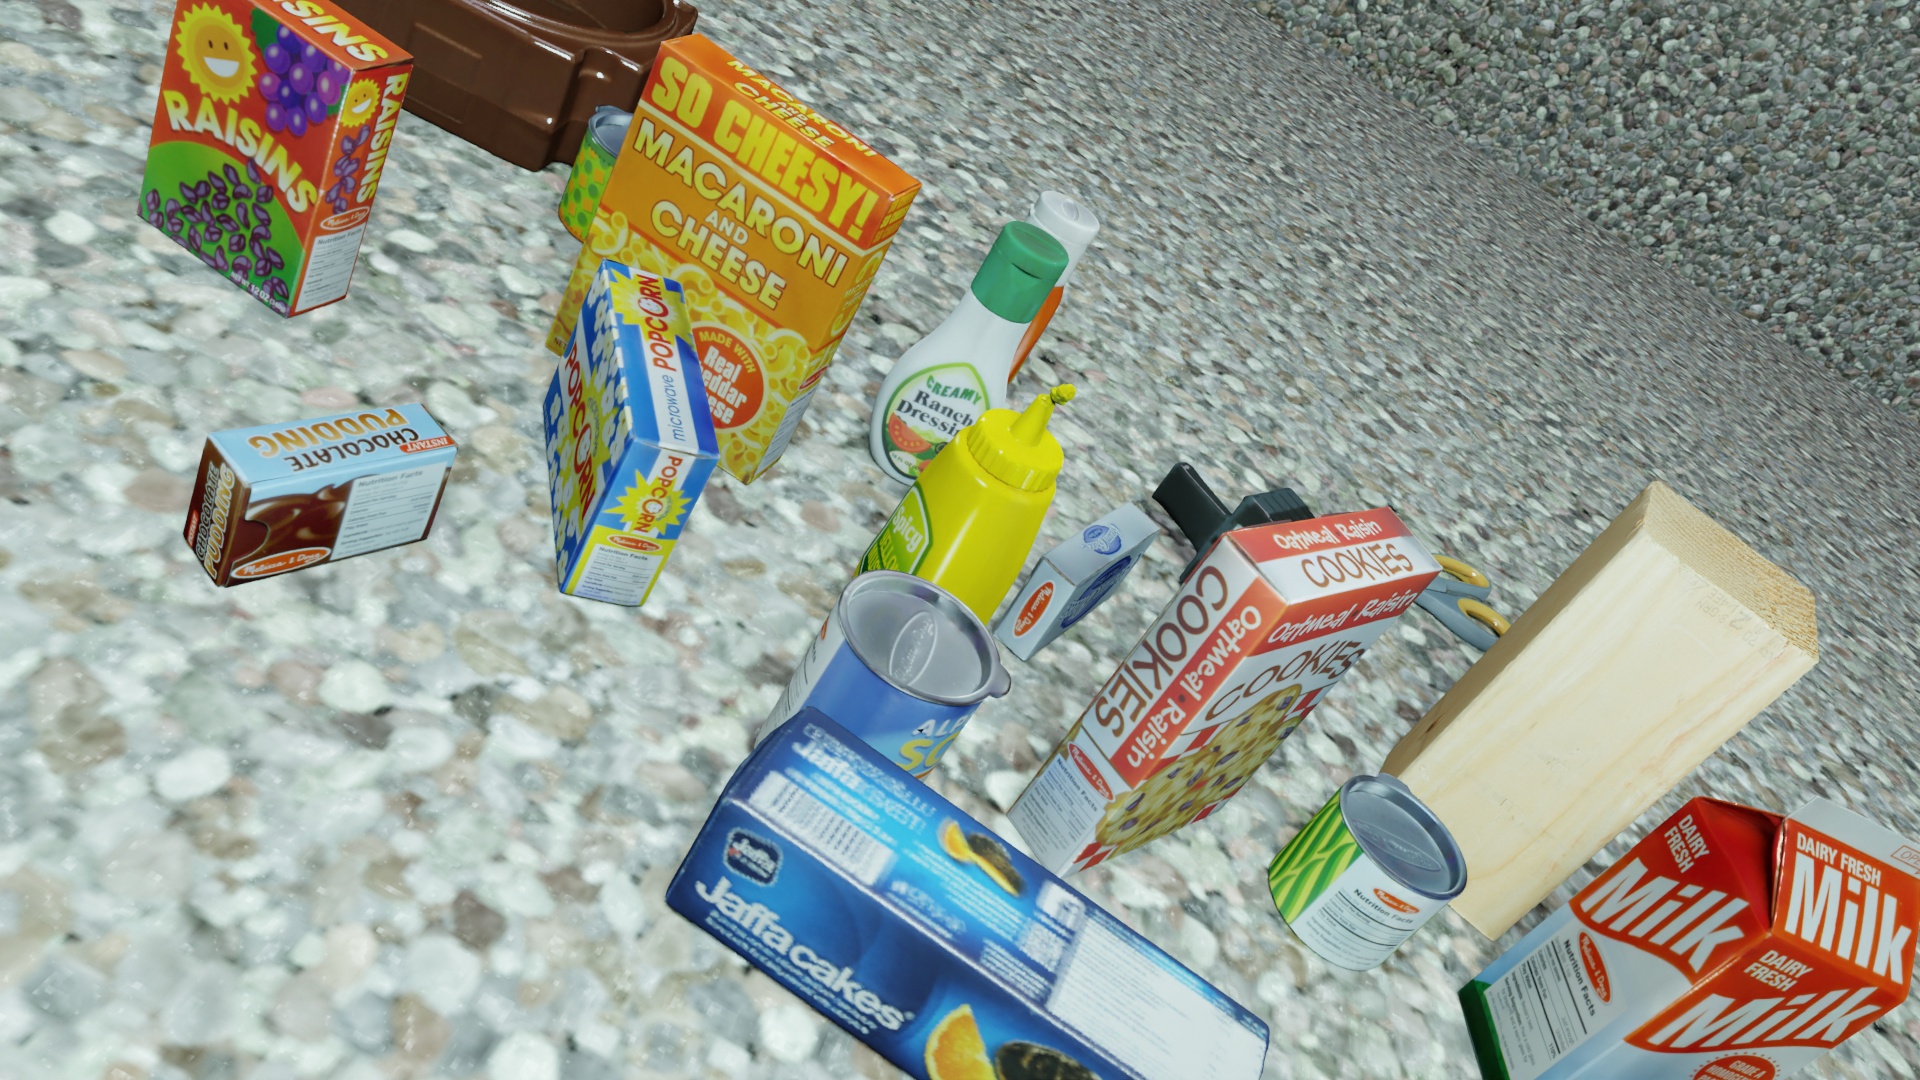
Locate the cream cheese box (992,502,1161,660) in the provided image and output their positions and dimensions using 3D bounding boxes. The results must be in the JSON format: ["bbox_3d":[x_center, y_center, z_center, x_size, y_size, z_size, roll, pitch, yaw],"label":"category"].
[{"bbox_3d":[0.059,0.019,0.698,0.024,0.053,0.104,41,33,14],"label":"cream cheese box"}]

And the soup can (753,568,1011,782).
[{"bbox_3d":[-0.031,0.065,0.529,0.071,0.083,0.072,23,33,-16],"label":"soup can"}]

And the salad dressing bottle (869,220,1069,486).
[{"bbox_3d":[0.004,-0.094,0.714,0.064,0.147,0.044,26,32,-10],"label":"salad dressing bottle"}]

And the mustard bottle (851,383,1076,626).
[{"bbox_3d":[0.002,-0.007,0.584,0.049,0.159,0.065,13,37,-28],"label":"mustard bottle"}]

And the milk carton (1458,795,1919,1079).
[{"bbox_3d":[0.301,0.174,0.566,0.072,0.189,0.074,24,33,-13],"label":"milk carton"}]

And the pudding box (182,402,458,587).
[{"bbox_3d":[-0.230,-0.018,0.503,0.030,0.049,0.084,44,34,18],"label":"pudding box"}]

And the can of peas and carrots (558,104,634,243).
[{"bbox_3d":[-0.186,-0.198,0.775,0.071,0.058,0.071,23,33,-16],"label":"can of peas and carrots"}]

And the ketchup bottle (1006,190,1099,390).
[{"bbox_3d":[0.024,-0.121,0.767,0.043,0.148,0.065,24,33,-13],"label":"ketchup bottle"}]

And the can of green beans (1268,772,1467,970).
[{"bbox_3d":[0.181,0.149,0.623,0.071,0.057,0.071,23,33,-16],"label":"can of green beans"}]

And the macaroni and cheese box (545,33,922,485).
[{"bbox_3d":[-0.109,-0.127,0.644,0.124,0.165,0.040,34,32,3],"label":"macaroni and cheese box"}]

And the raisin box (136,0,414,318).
[{"bbox_3d":[-0.290,-0.170,0.586,0.086,0.122,0.040,35,32,4],"label":"raisin box"}]

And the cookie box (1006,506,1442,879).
[{"bbox_3d":[0.108,0.061,0.576,0.123,0.166,0.040,-8,50,-46],"label":"cookie box"}]

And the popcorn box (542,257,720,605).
[{"bbox_3d":[-0.142,-0.047,0.584,0.038,0.084,0.127,12,37,-30],"label":"popcorn box"}]
